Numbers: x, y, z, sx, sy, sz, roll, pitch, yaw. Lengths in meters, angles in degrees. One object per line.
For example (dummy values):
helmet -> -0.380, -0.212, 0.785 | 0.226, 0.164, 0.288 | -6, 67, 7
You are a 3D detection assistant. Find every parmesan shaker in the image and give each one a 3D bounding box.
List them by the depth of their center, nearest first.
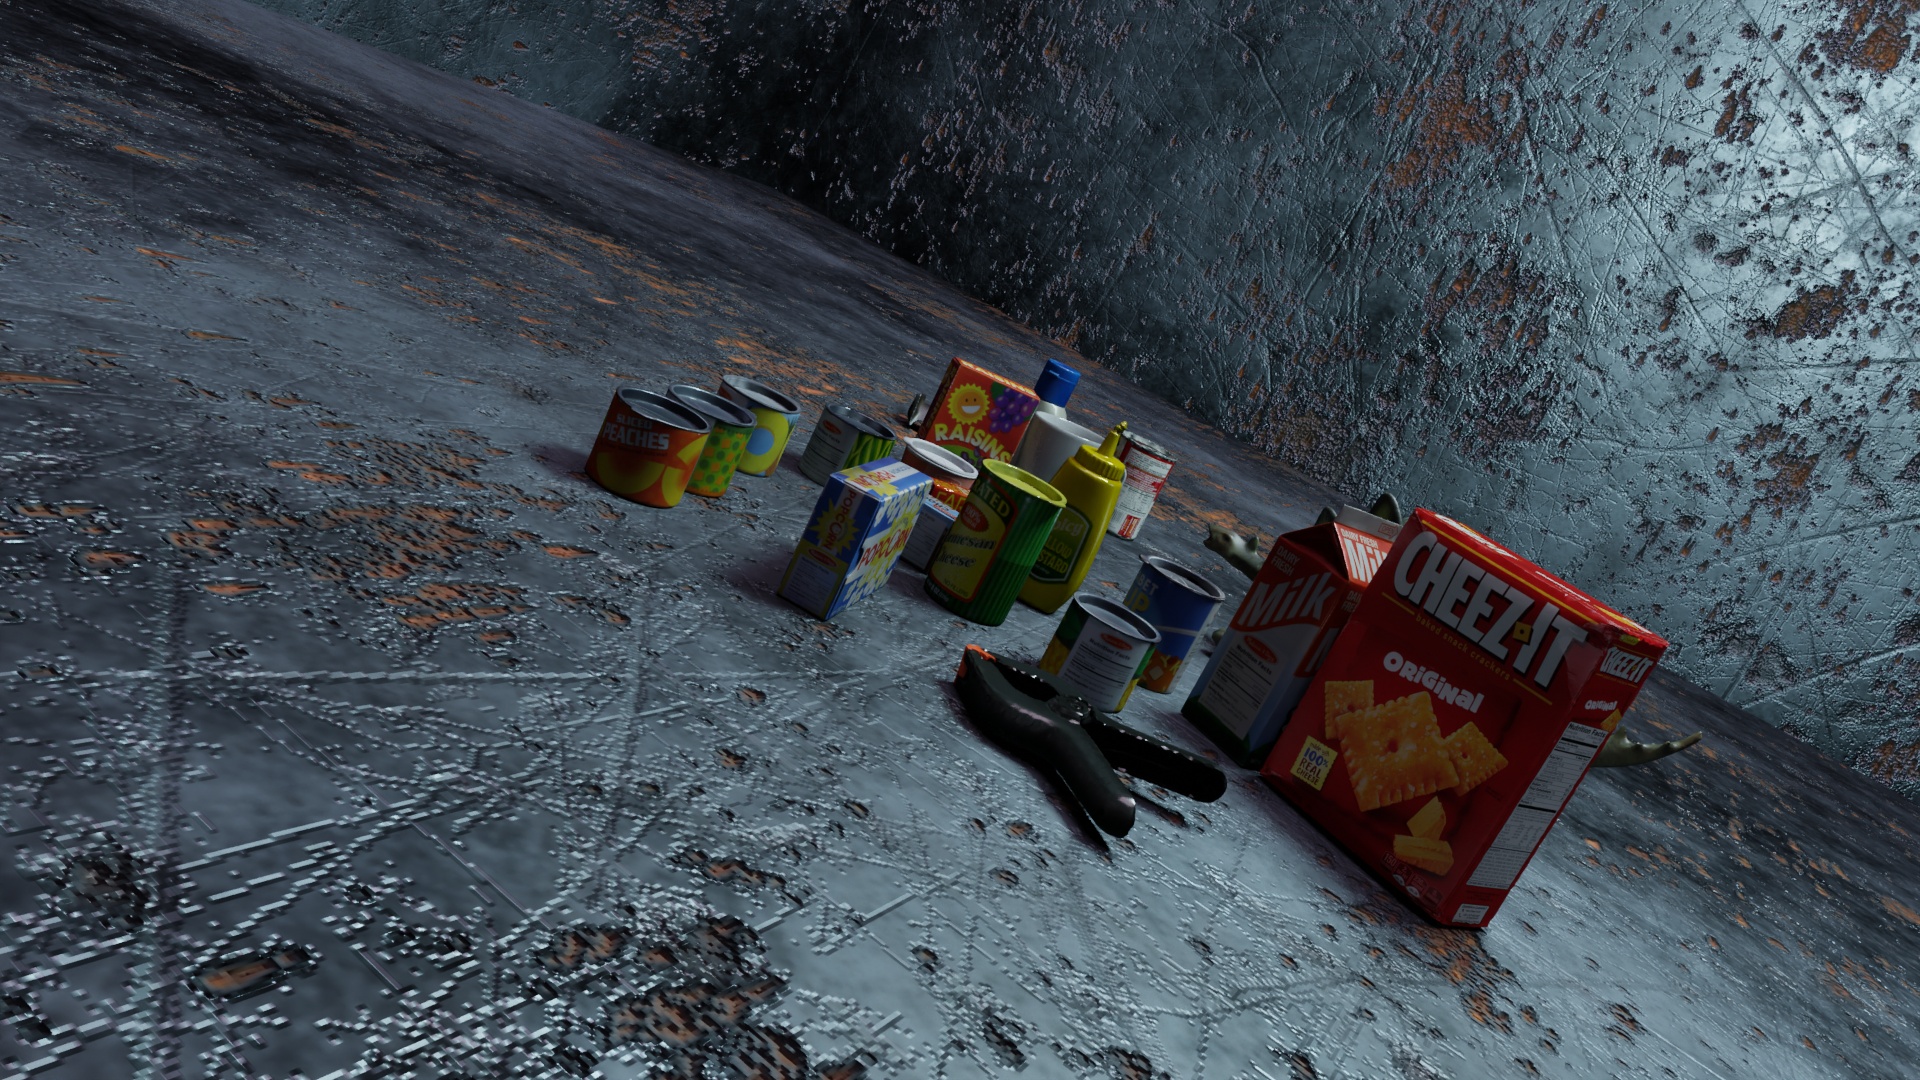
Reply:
parmesan shaker -> 0.026, 0.003, 0.995 | 0.071, 0.102, 0.071 | 25, 14, -6

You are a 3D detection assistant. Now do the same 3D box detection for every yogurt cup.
yogurt cup -> -0.026, -0.049, 1.196 | 0.072, 0.053, 0.072 | 25, 14, -6

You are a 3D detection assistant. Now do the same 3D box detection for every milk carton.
milk carton -> 0.243, 0.065, 0.978 | 0.072, 0.190, 0.073 | 16, 17, -38

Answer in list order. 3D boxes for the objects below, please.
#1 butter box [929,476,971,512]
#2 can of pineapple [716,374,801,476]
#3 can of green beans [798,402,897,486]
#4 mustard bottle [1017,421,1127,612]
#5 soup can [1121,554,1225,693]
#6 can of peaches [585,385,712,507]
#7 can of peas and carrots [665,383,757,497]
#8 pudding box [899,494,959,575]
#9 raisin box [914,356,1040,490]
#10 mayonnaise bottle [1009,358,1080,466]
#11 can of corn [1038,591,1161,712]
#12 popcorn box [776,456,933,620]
butter box -> 0.004, -0.014, 1.124 | 0.103, 0.053, 0.024 | 17, 16, -33
can of pineapple -> -0.164, -0.089, 1.085 | 0.071, 0.057, 0.071 | 25, 14, -6
can of green beans -> -0.094, -0.074, 1.158 | 0.071, 0.057, 0.071 | 25, 14, -6
mustard bottle -> 0.088, -0.023, 1.085 | 0.065, 0.159, 0.049 | 28, 13, 7
soup can -> 0.147, 0.061, 1.042 | 0.071, 0.083, 0.071 | 25, 14, -6
can of peaches -> -0.205, -0.061, 0.908 | 0.071, 0.058, 0.071 | 25, 14, -6
can of peas and carrots -> -0.184, -0.070, 0.980 | 0.071, 0.058, 0.071 | 25, 14, -6
pudding box -> -0.041, -0.015, 1.055 | 0.084, 0.049, 0.030 | 31, 14, 19
raisin box -> 0.008, -0.096, 1.281 | 0.086, 0.123, 0.040 | 22, 14, -16
mayonnaise bottle -> 0.072, -0.108, 1.388 | 0.065, 0.147, 0.041 | 32, 14, 22
can of corn -> 0.095, 0.075, 0.949 | 0.071, 0.058, 0.071 | 25, 14, -6
popcorn box -> -0.065, -0.004, 0.898 | 0.038, 0.085, 0.127 | 28, 14, 8
